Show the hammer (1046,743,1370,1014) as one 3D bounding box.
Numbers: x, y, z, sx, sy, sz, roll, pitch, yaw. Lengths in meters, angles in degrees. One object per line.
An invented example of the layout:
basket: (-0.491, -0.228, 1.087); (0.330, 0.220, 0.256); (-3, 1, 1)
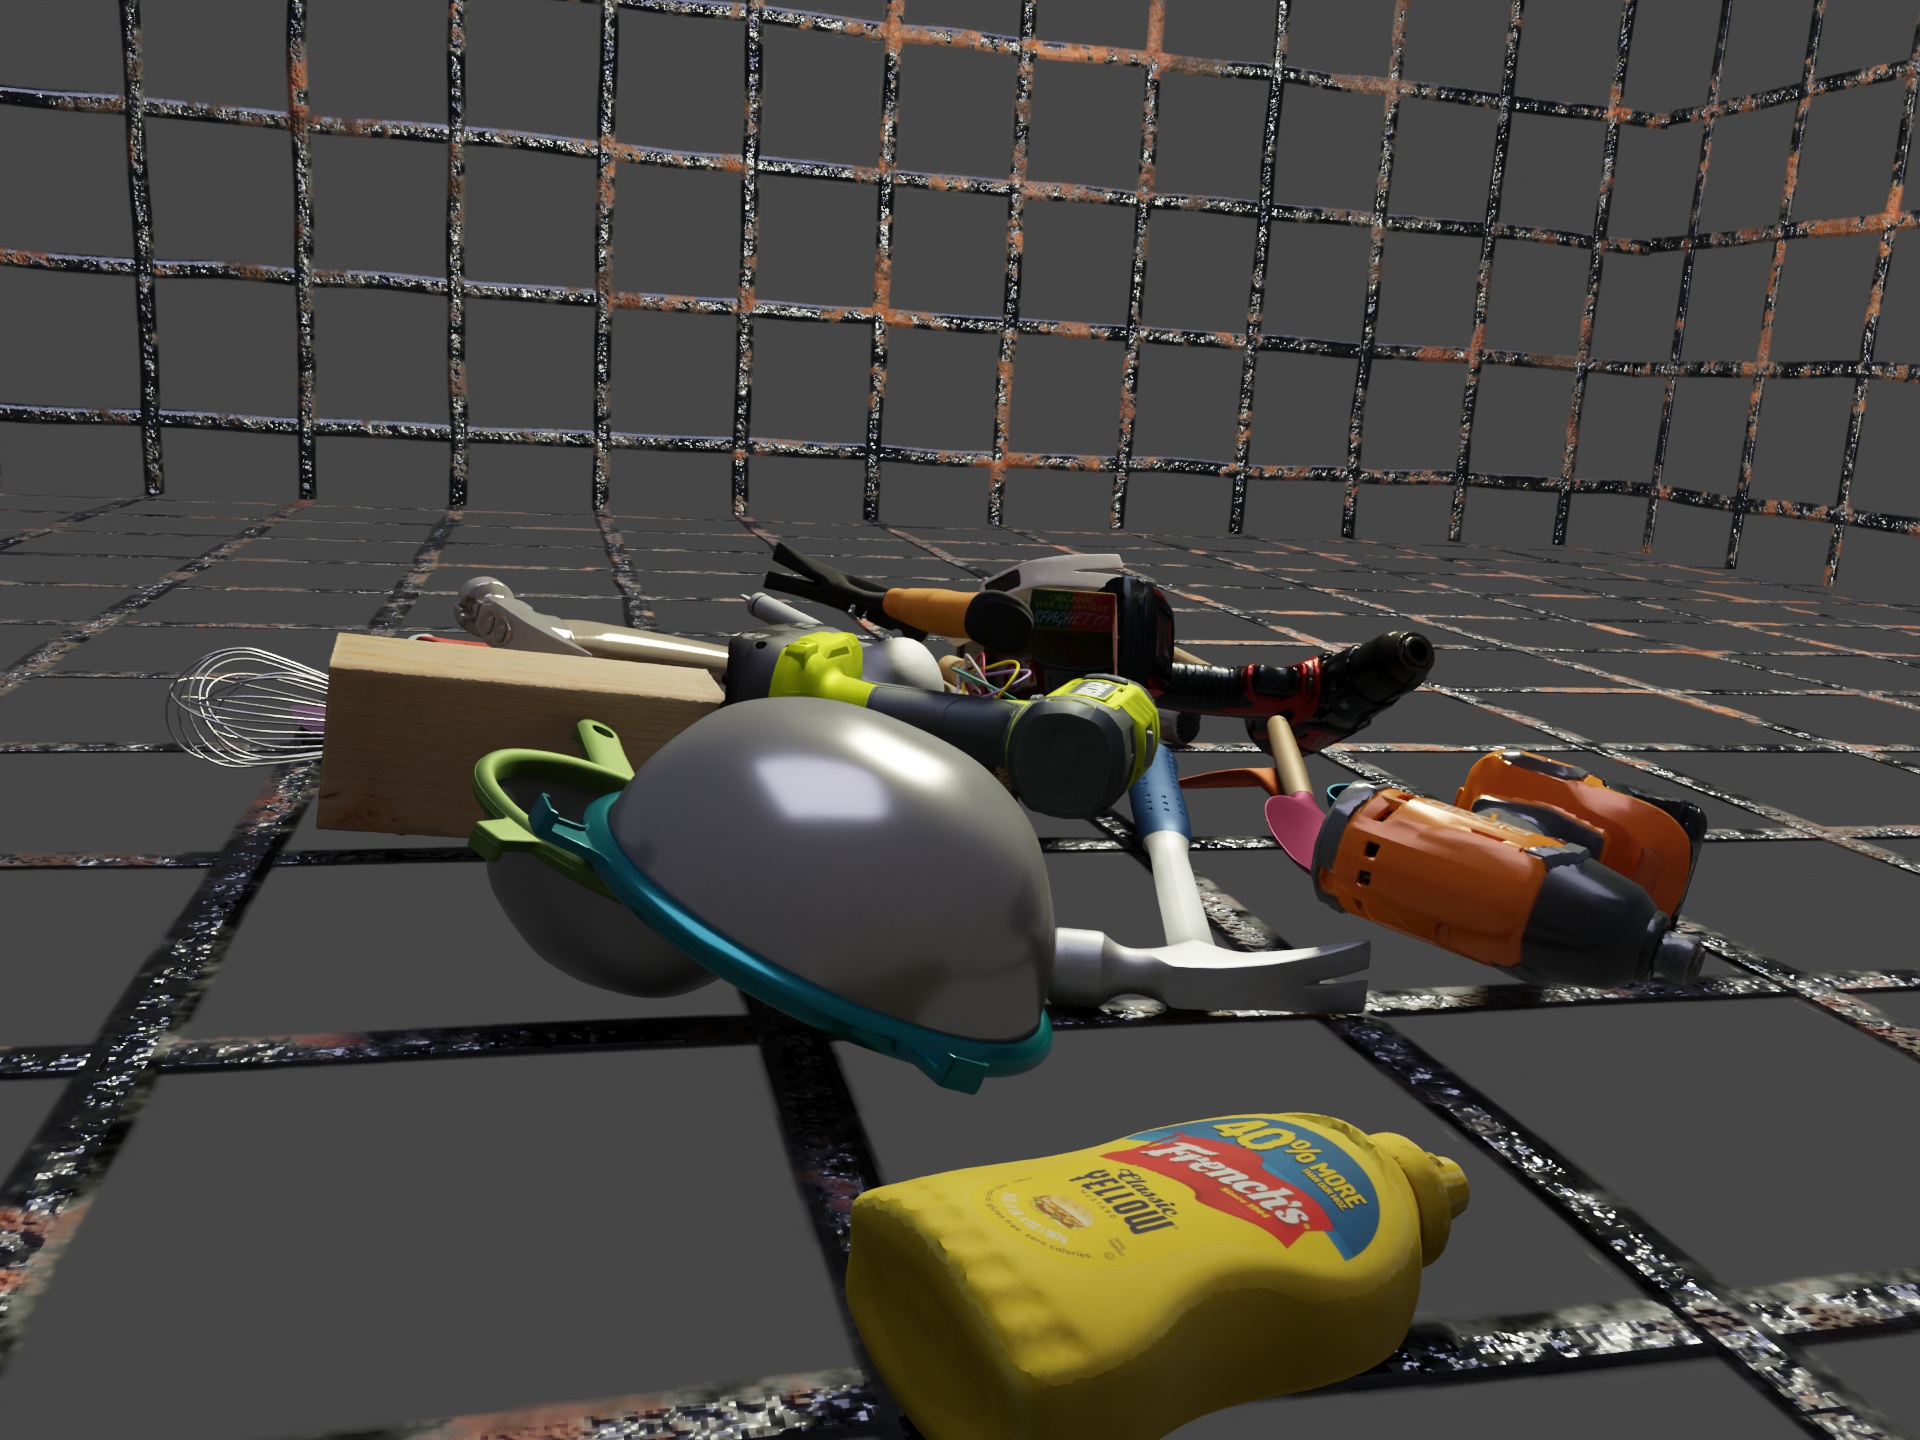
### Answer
hammer: (0.120, 0.073, 0.879); (0.144, 0.035, 0.405); (4, 12, 3)

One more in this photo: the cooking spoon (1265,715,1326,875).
cooking spoon: (0.199, 0.042, 0.940); (0.069, 0.017, 0.319); (31, 16, -1)

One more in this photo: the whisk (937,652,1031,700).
whisk: (0.004, -0.028, 1.129); (0.051, 0.047, 0.245); (13, 3, -9)

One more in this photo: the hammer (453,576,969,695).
hammer: (-0.137, -0.031, 1.115); (0.410, 0.038, 0.146); (9, 15, -45)

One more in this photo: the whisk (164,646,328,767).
whisk: (-0.330, 0.004, 0.960); (0.070, 0.070, 0.284); (15, 4, 44)

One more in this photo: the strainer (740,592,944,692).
strainer: (-0.085, -0.054, 1.136); (0.086, 0.050, 0.259); (13, 10, -45)

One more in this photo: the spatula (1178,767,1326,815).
spatula: (0.214, 0.072, 0.956); (0.081, 0.041, 0.323); (-1, 17, -14)

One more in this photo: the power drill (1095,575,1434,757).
power drill: (0.197, -0.034, 1.112); (0.226, 0.080, 0.188); (11, -19, -17)

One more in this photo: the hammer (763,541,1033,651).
hammer: (-0.035, -0.075, 1.007); (0.127, 0.034, 0.337); (20, 0, -18)

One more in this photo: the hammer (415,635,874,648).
hammer: (-0.238, -0.050, 1.210); (0.359, 0.036, 0.149); (-3, 13, -38)

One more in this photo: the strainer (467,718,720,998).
strainer: (-0.166, 0.061, 0.734); (0.151, 0.069, 0.256); (24, 6, -23)

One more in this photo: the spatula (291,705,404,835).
spatula: (-0.381, 0.025, 1.013); (0.059, 0.018, 0.316); (11, 7, -30)

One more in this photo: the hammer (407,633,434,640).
hammer: (-0.342, -0.029, 1.241); (0.331, 0.033, 0.128); (9, 12, 23)

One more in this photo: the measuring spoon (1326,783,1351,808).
measuring spoon: (0.264, 0.073, 0.987); (0.042, 0.021, 0.129); (2, 21, -11)

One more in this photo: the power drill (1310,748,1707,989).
power drill: (0.285, 0.074, 0.763); (0.164, 0.084, 0.226); (20, 14, 33)

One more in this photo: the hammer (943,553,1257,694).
hammer: (0.137, -0.058, 1.248); (0.130, 0.031, 0.331); (-26, -30, 34)

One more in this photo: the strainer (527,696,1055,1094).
strainer: (-0.021, 0.046, 0.705); (0.211, 0.095, 0.340); (29, 9, 13)

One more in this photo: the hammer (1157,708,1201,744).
hammer: (-0.008, 0.003, 1.151); (0.408, 0.036, 0.149); (-6, 14, -43)

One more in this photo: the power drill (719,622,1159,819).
power drill: (-0.001, -0.003, 0.891); (0.228, 0.080, 0.190); (8, 10, 14)
